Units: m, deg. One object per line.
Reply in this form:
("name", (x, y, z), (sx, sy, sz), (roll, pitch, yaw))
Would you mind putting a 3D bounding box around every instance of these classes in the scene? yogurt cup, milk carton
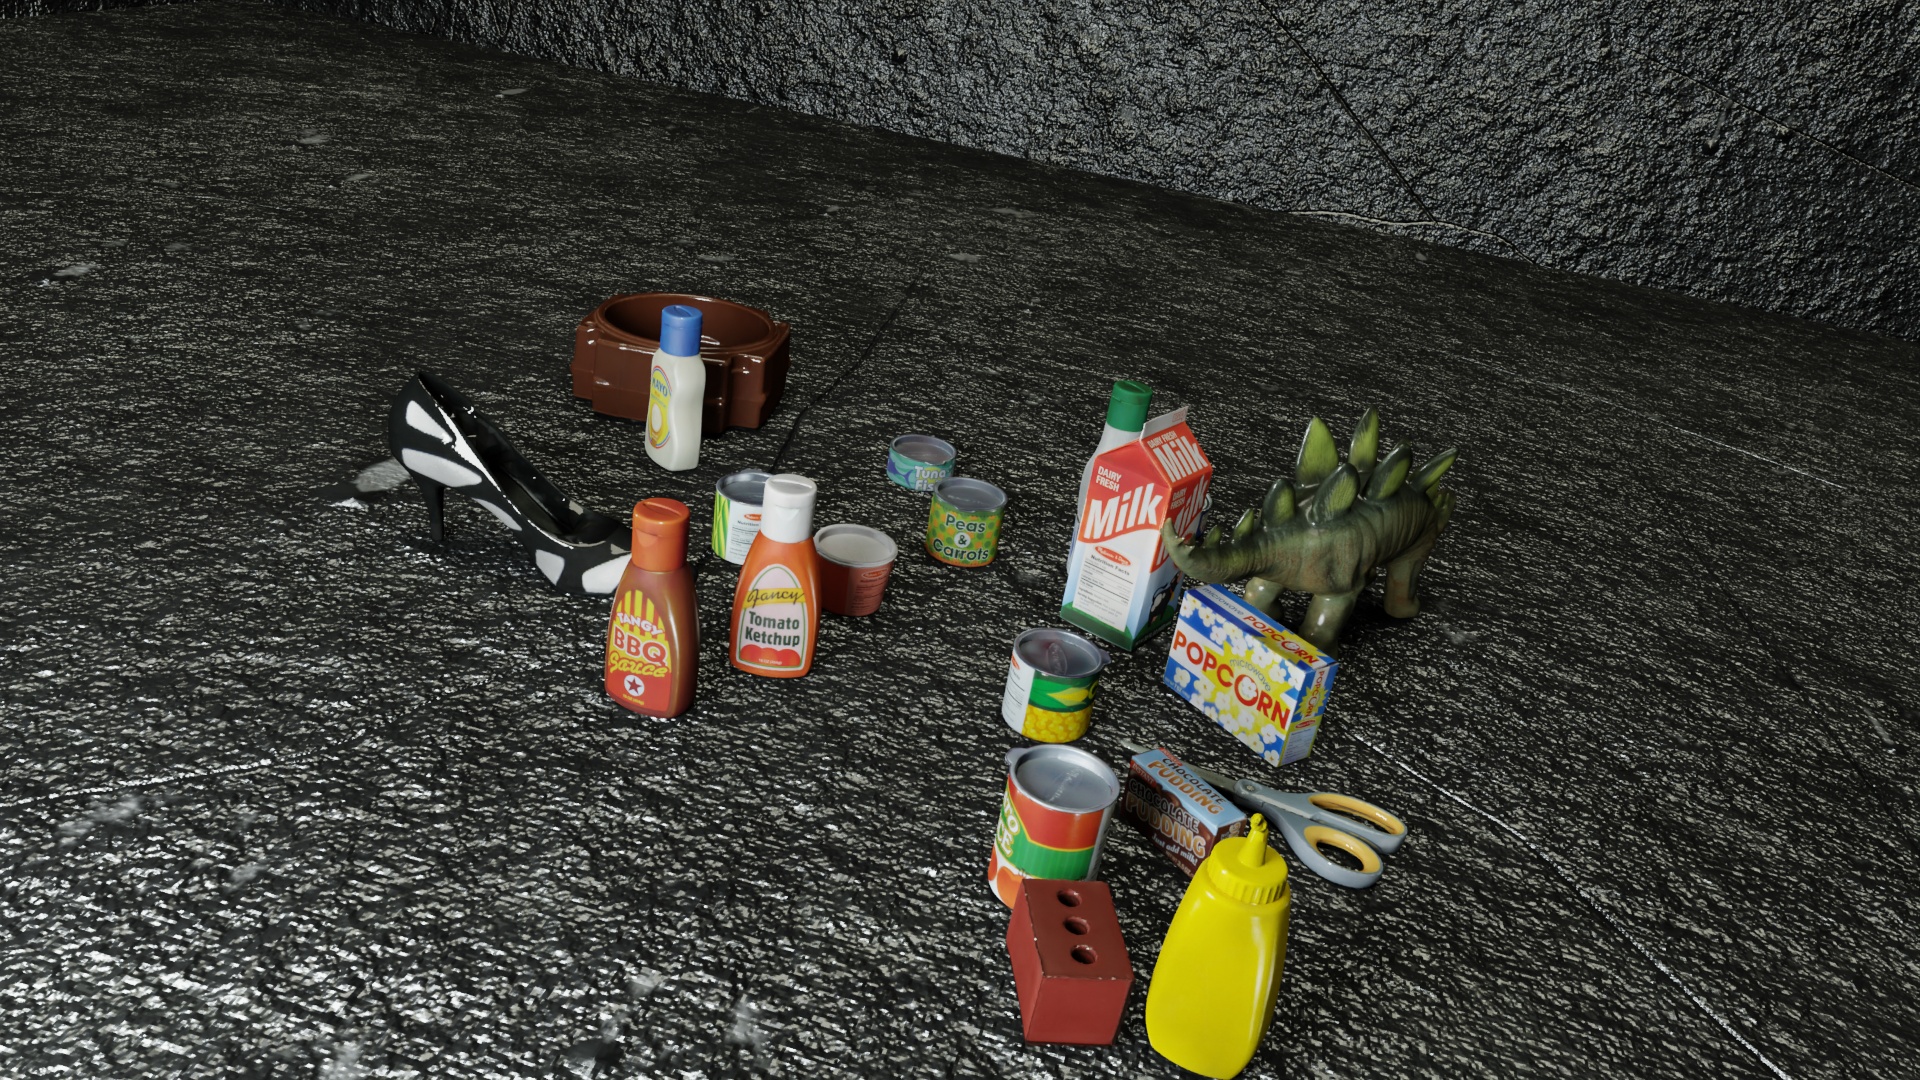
("yogurt cup", (-0.087, 0.025, 1.119), (0.072, 0.053, 0.073), (8, 26, -4))
("milk carton", (0.146, -0.015, 1.127), (0.073, 0.189, 0.072), (26, 30, 29))

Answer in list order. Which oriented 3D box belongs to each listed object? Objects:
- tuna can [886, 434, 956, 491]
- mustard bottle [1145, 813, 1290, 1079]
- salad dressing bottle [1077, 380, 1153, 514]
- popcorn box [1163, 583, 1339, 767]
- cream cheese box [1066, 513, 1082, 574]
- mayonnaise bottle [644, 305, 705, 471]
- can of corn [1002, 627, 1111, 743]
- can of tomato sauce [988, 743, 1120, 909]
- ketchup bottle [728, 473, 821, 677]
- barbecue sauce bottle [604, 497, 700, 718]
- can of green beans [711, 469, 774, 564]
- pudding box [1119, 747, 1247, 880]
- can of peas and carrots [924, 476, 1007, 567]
("tuna can", (-0.037, -0.075, 1.359), (0.071, 0.032, 0.071), (8, 26, -4))
("mustard bottle", (0.141, 0.205, 0.722), (0.065, 0.159, 0.049), (19, 27, 18))
("salad dressing bottle", (0.146, -0.075, 1.294), (0.044, 0.147, 0.064), (-10, 32, -35))
("popcorn box", (0.214, 0.099, 1.043), (0.038, 0.084, 0.127), (-10, 33, -36))
("cream cheese box", (0.149, 0.010, 1.231), (0.104, 0.053, 0.024), (8, 26, -5))
("mayonnaise bottle", (-0.262, -0.142, 1.284), (0.041, 0.147, 0.065), (-11, 33, -37))
("can of corn", (0.069, 0.105, 1.009), (0.071, 0.058, 0.071), (8, 26, -4))
("can of tomato sauce", (0.053, 0.175, 0.838), (0.071, 0.082, 0.071), (8, 26, -4))
("ketchup bottle", (-0.129, 0.026, 0.997), (0.065, 0.148, 0.044), (8, 26, -3))
("barbecue sauce bottle", (-0.205, 0.045, 0.933), (0.065, 0.147, 0.044), (19, 27, 17))
("can of green beans", (-0.175, -0.019, 1.171), (0.071, 0.057, 0.071), (8, 26, -4))
("pudding box", (0.144, 0.178, 0.901), (0.030, 0.049, 0.084), (-9, 32, -34))
("can of peas and carrots", (0.004, -0.015, 1.226), (0.071, 0.058, 0.071), (8, 26, -4))
